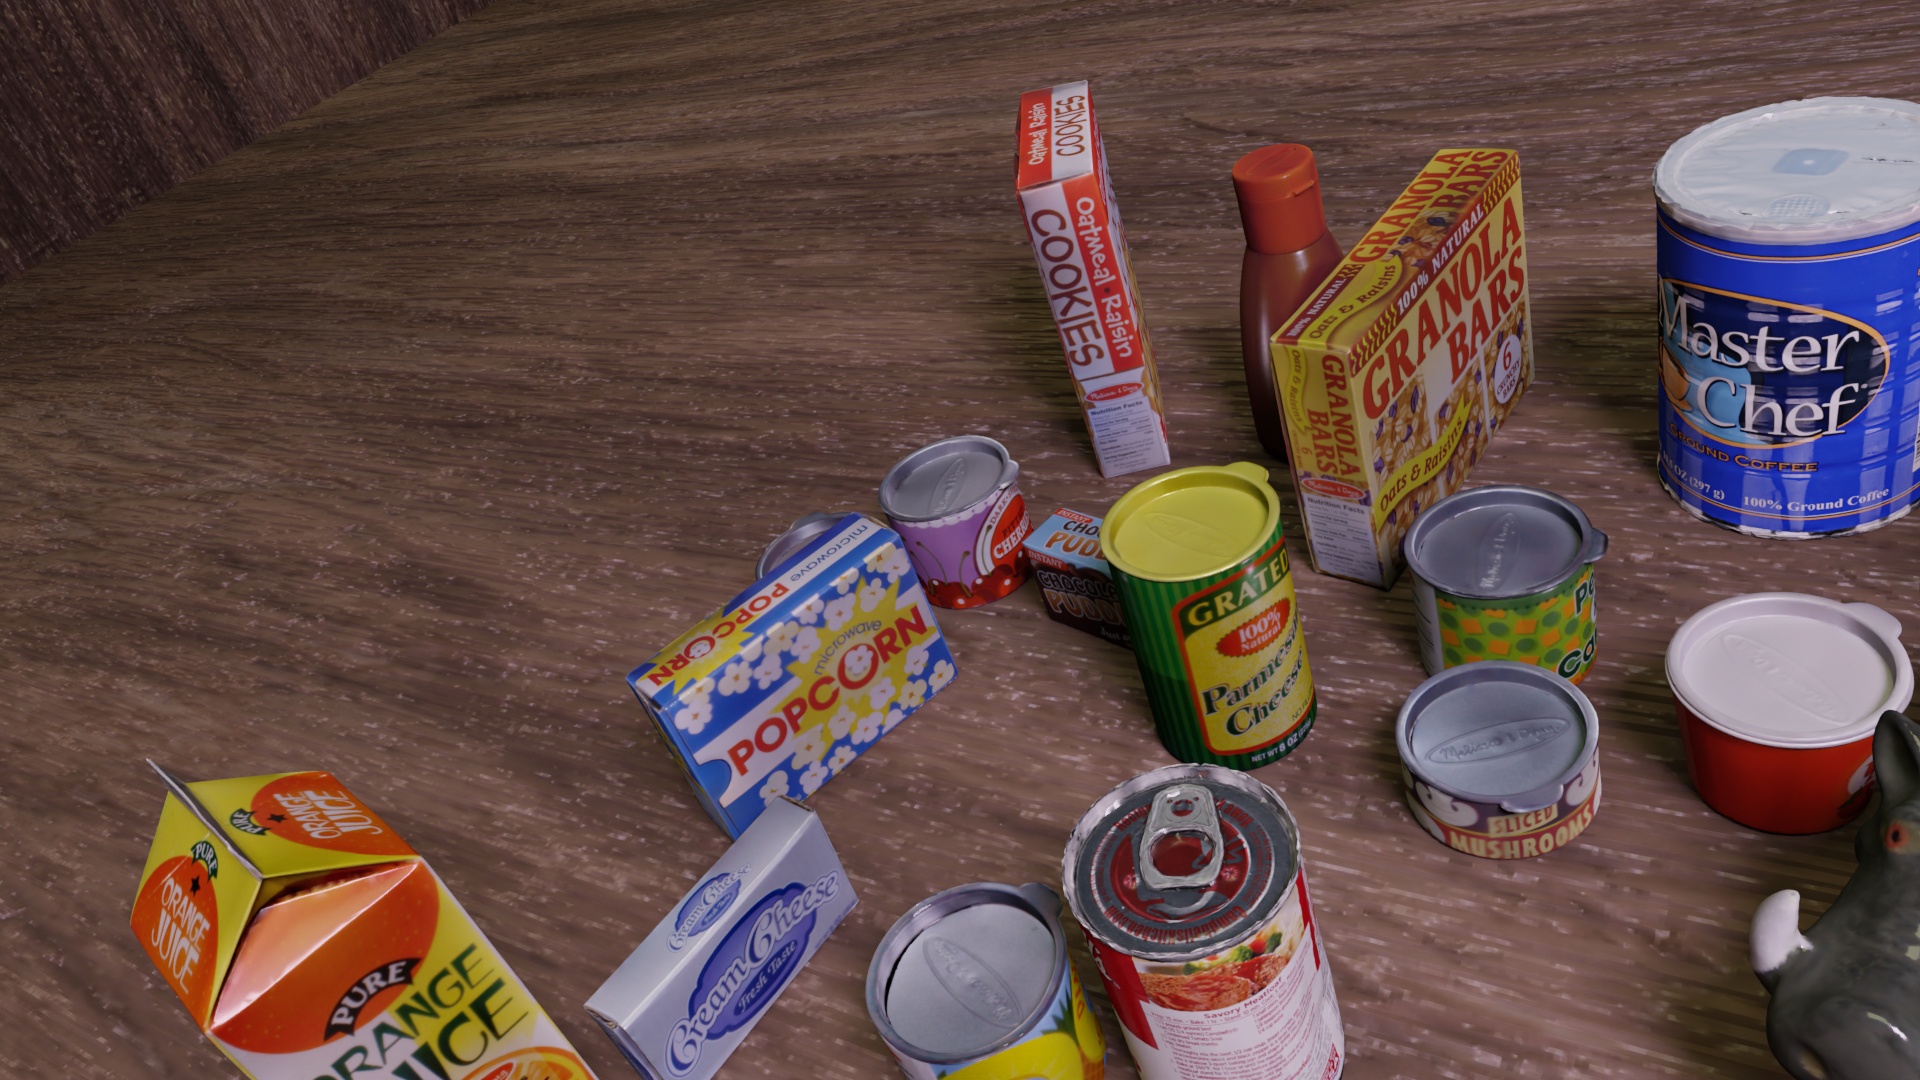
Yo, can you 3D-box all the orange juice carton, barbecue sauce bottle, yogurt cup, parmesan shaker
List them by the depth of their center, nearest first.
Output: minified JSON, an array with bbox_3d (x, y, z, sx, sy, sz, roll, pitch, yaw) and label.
[{"bbox_3d":[-0.191,0.146,0.447,0.072,0.191,0.073,19,51,43],"label":"orange juice carton"},{"bbox_3d":[0.269,0.058,0.454,0.072,0.053,0.073,-14,35,10],"label":"yogurt cup"},{"bbox_3d":[0.100,0.030,0.535,0.071,0.102,0.072,-14,35,10],"label":"parmesan shaker"},{"bbox_3d":[0.160,-0.112,0.657,0.065,0.148,0.044,-32,36,-16],"label":"barbecue sauce bottle"}]

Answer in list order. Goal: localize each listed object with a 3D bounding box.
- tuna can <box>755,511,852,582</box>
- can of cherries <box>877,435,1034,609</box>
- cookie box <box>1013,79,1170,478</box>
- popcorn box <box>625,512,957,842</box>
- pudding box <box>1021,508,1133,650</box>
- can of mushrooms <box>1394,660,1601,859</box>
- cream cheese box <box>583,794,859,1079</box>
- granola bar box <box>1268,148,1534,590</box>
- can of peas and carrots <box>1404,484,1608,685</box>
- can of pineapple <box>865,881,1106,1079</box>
[{"bbox_3d":[-0.067,0.017,0.699,0.071,0.032,0.071,-14,35,10],"label":"tuna can"},{"bbox_3d":[0.002,-0.008,0.676,0.071,0.058,0.072,-14,35,10],"label":"can of cherries"},{"bbox_3d":[0.068,-0.136,0.720,0.040,0.166,0.123,-12,35,12],"label":"cookie box"},{"bbox_3d":[-0.069,0.058,0.598,0.127,0.085,0.038,-37,38,-23],"label":"popcorn box"},{"bbox_3d":[0.071,0.020,0.611,0.084,0.049,0.030,20,51,43],"label":"pudding box"},{"bbox_3d":[0.189,0.078,0.486,0.071,0.033,0.071,-14,35,10],"label":"can of mushrooms"},{"bbox_3d":[-0.084,0.150,0.510,0.024,0.053,0.104,13,47,39],"label":"cream cheese box"},{"bbox_3d":[0.200,-0.079,0.613,0.039,0.123,0.166,14,47,40],"label":"granola bar box"},{"bbox_3d":[0.210,0.021,0.531,0.071,0.058,0.071,-14,35,10],"label":"can of peas and carrots"},{"bbox_3d":[0.011,0.155,0.451,0.071,0.057,0.071,-14,35,10],"label":"can of pineapple"}]
